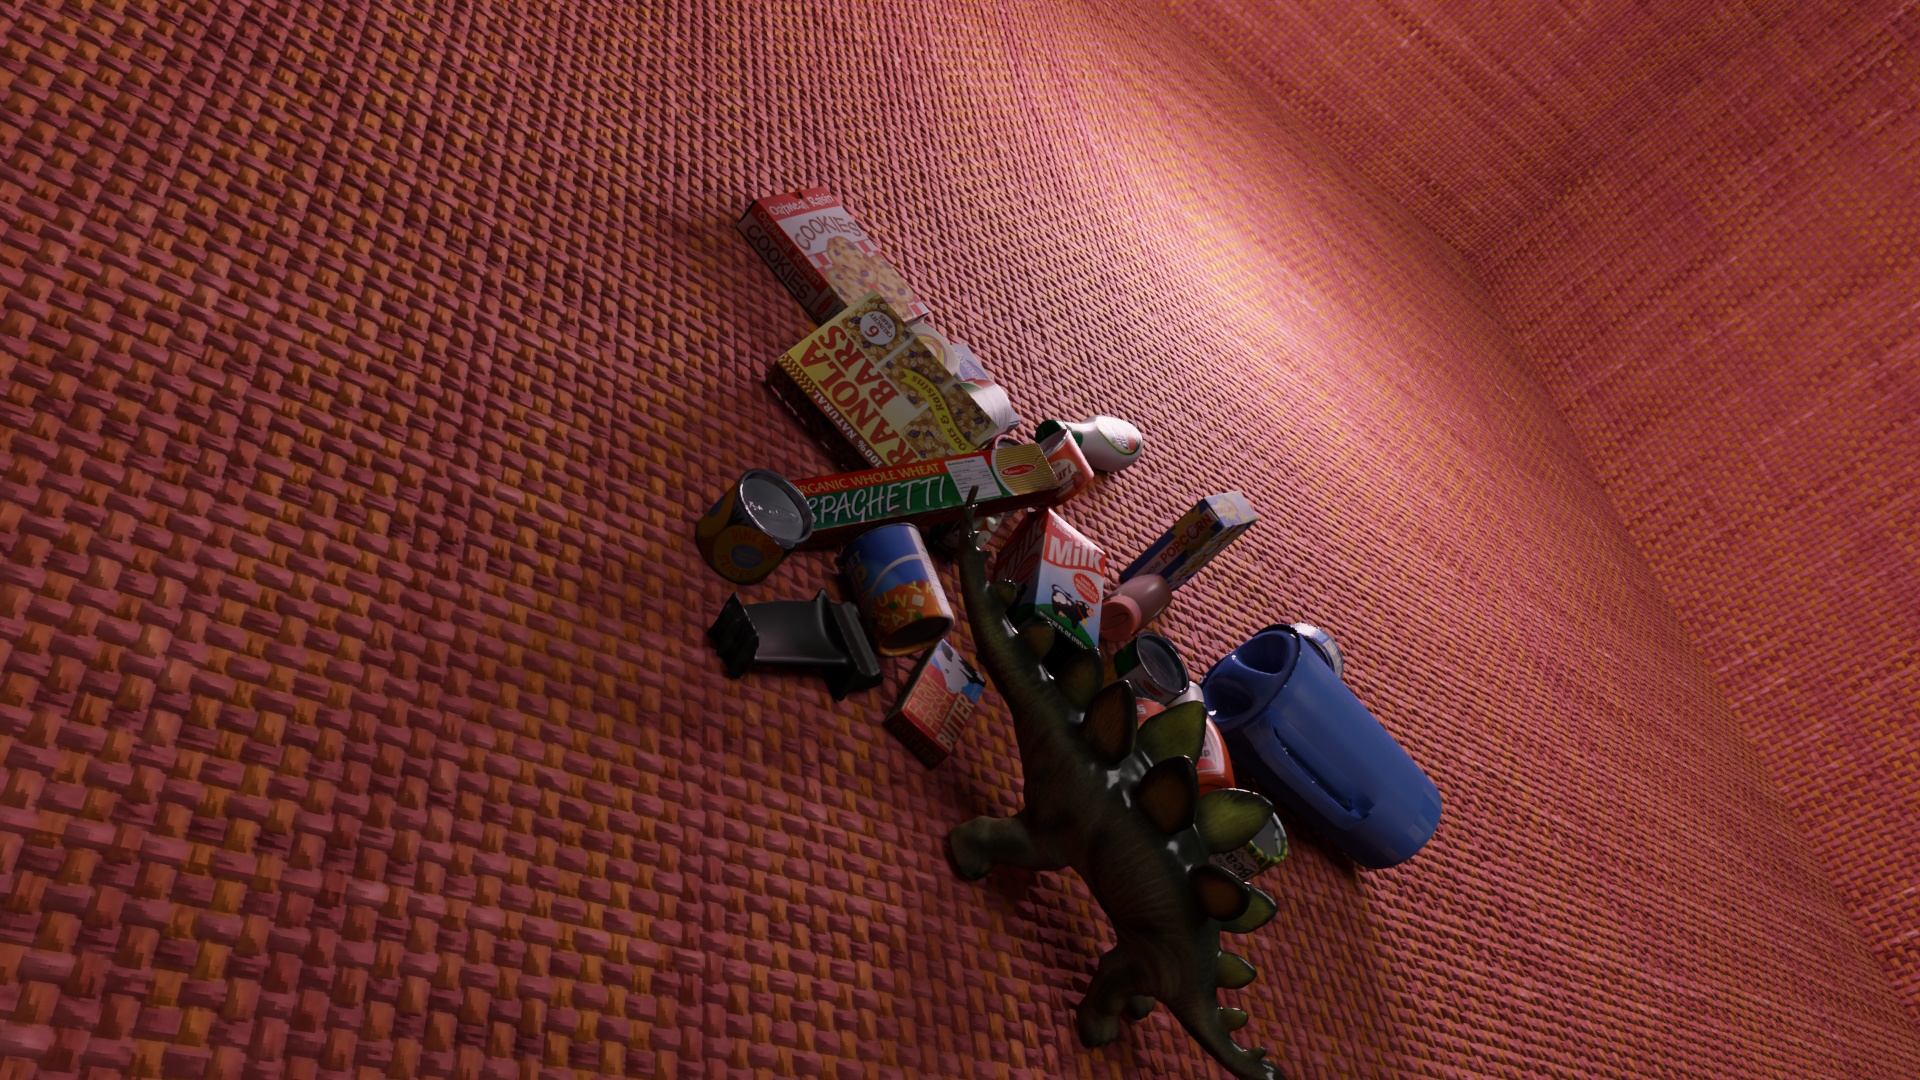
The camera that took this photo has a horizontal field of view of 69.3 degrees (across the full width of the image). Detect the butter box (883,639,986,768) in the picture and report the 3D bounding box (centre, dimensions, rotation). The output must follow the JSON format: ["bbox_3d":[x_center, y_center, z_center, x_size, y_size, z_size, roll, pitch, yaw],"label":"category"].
[{"bbox_3d":[-0.018,0.124,1.063,0.053,0.024,0.104,43,32,-8],"label":"butter box"}]

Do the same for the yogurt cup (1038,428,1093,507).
[{"bbox_3d":[0.095,-0.069,1.370,0.054,0.072,0.073,52,31,-11],"label":"yogurt cup"}]

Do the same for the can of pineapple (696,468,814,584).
[{"bbox_3d":[-0.150,-0.009,1.012,0.071,0.057,0.071,31,36,-26],"label":"can of pineapple"}]

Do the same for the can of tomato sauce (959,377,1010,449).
[{"bbox_3d":[-0.001,-0.114,1.301,0.071,0.071,0.083,52,31,5],"label":"can of tomato sauce"}]

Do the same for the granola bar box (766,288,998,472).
[{"bbox_3d":[-0.067,-0.119,1.203,0.165,0.039,0.125,48,60,-1],"label":"granola bar box"}]

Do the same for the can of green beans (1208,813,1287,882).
[{"bbox_3d":[0.239,0.259,1.198,0.071,0.057,0.071,31,36,-26],"label":"can of green beans"}]

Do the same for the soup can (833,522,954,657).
[{"bbox_3d":[-0.051,0.040,1.077,0.071,0.071,0.084,8,51,-47],"label":"soup can"}]

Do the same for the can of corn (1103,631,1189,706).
[{"bbox_3d":[0.163,0.123,1.251,0.071,0.058,0.071,31,36,-26],"label":"can of corn"}]

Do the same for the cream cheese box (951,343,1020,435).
[{"bbox_3d":[0.012,-0.150,1.392,0.104,0.024,0.053,55,32,10],"label":"cream cheese box"}]

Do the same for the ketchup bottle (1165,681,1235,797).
[{"bbox_3d":[0.206,0.183,1.240,0.149,0.064,0.043,-84,151,-60],"label":"ketchup bottle"}]

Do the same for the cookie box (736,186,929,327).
[{"bbox_3d":[-0.120,-0.262,1.336,0.167,0.040,0.123,50,32,2],"label":"cookie box"}]

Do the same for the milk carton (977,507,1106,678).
[{"bbox_3d":[0.075,0.043,1.216,0.072,0.073,0.191,38,33,-17],"label":"milk carton"}]

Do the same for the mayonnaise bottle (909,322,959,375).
[{"bbox_3d":[-0.053,-0.157,1.303,0.065,0.041,0.149,47,32,-4],"label":"mayonnaise bottle"}]

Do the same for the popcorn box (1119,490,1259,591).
[{"bbox_3d":[0.228,0.006,1.390,0.085,0.126,0.038,-9,59,-54],"label":"popcorn box"}]

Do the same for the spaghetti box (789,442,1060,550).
[{"bbox_3d":[-0.034,-0.038,1.131,0.251,0.028,0.050,-11,62,-30],"label":"spaghetti box"}]

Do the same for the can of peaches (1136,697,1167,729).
[{"bbox_3d":[0.146,0.174,1.168,0.071,0.071,0.058,34,35,-23],"label":"can of peaches"}]

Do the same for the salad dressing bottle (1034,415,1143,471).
[{"bbox_3d":[0.137,-0.105,1.476,0.148,0.043,0.064,0,57,-50],"label":"salad dressing bottle"}]

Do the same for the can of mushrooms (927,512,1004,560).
[{"bbox_3d":[0.004,-0.015,1.202,0.033,0.070,0.071,38,33,-18],"label":"can of mushrooms"}]

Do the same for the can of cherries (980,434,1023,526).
[{"bbox_3d":[0.035,-0.058,1.289,0.071,0.058,0.072,31,36,-26],"label":"can of cherries"}]

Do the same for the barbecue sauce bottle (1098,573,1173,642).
[{"bbox_3d":[0.153,0.063,1.265,0.043,0.065,0.149,61,17,4],"label":"barbecue sauce bottle"}]
